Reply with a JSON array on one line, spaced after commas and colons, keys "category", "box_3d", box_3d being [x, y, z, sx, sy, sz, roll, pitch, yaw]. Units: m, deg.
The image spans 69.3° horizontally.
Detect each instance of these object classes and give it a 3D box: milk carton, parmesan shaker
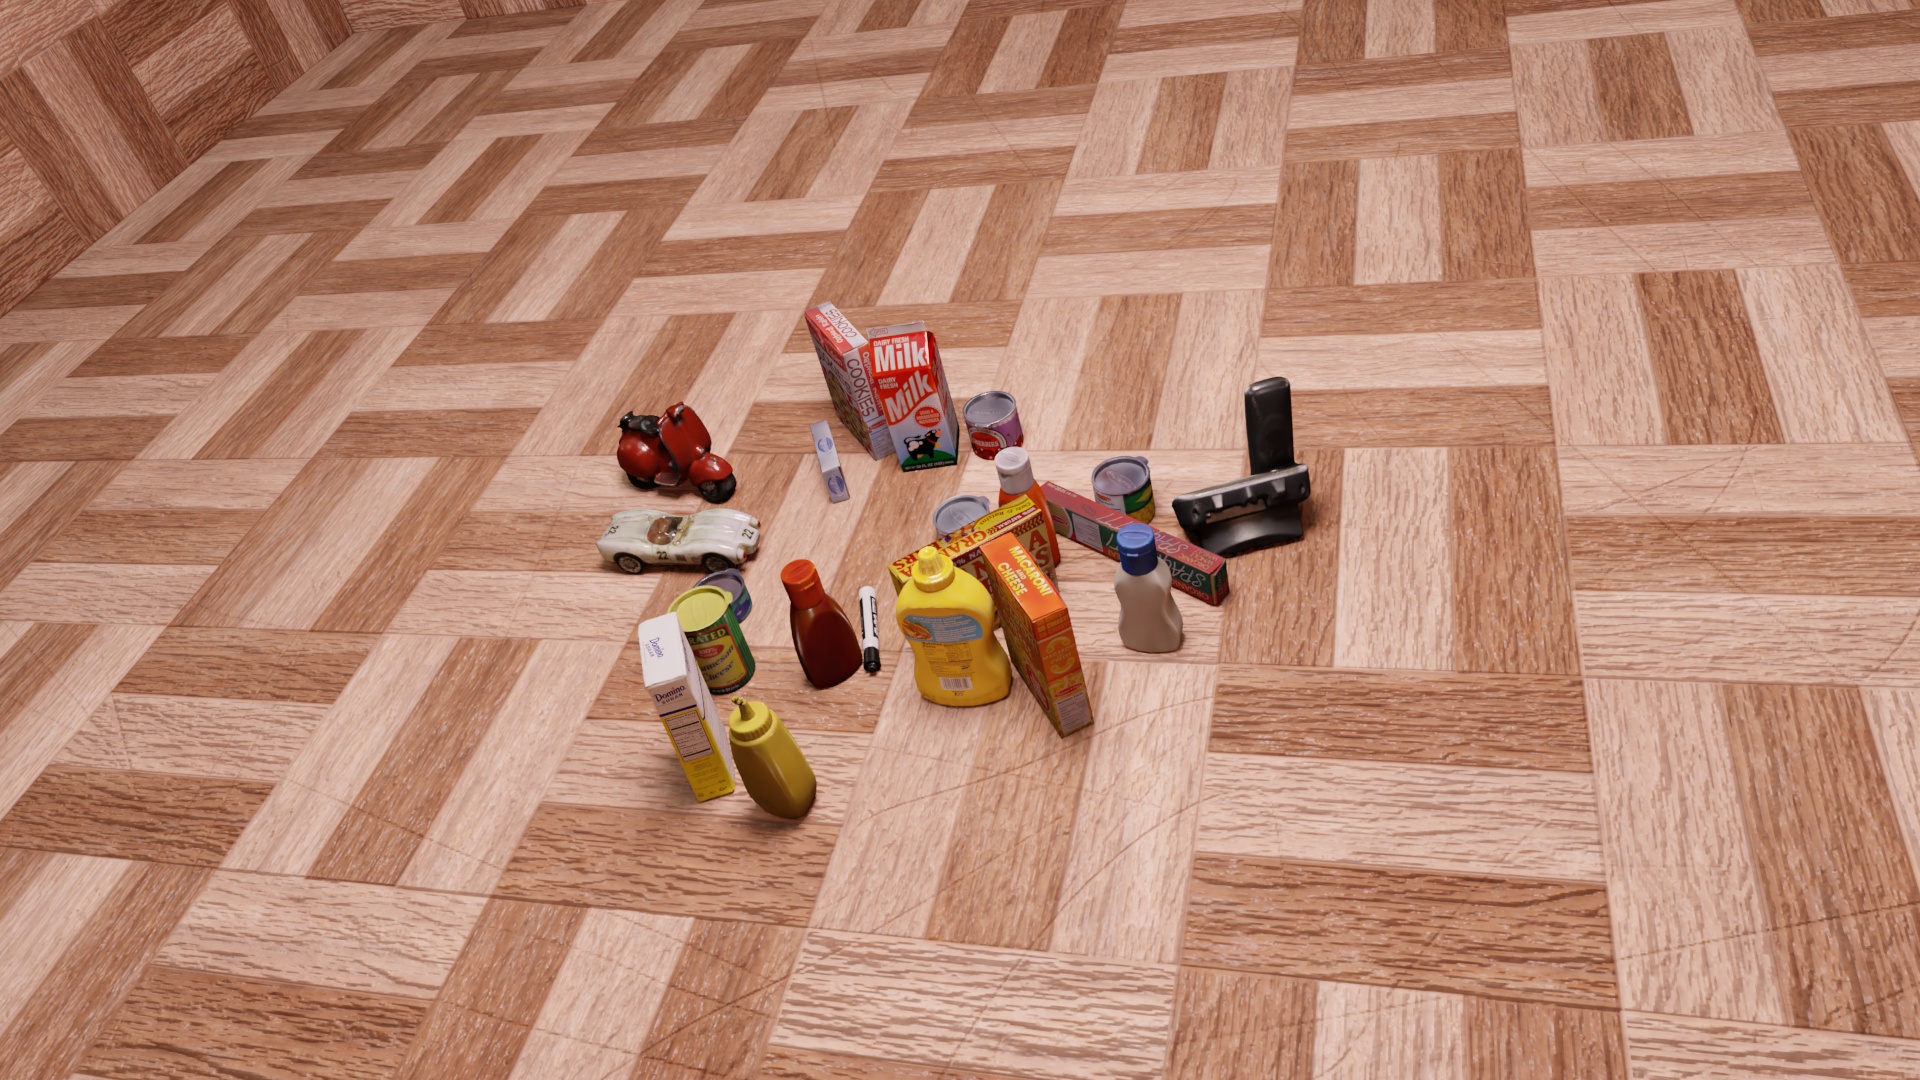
[{"category": "milk carton", "box_3d": [-0.056, -0.180, 1.669, 0.072, 0.189, 0.074, -7, 41, 10]}, {"category": "parmesan shaker", "box_3d": [-0.261, 0.106, 1.476, 0.071, 0.102, 0.072, -9, 41, 8]}]

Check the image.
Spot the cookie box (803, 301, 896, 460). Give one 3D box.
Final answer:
[{"category": "cookie box", "box_3d": [-0.136, -0.199, 1.731, 0.040, 0.166, 0.123, -27, 42, -13]}]

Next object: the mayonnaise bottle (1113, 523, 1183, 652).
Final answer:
[{"category": "mayonnaise bottle", "box_3d": [0.182, 0.048, 1.374, 0.065, 0.147, 0.041, 2, 44, 20]}]

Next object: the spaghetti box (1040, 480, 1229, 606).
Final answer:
[{"category": "spaghetti box", "box_3d": [0.181, 0.001, 1.501, 0.250, 0.050, 0.029, 26, 56, 38]}]

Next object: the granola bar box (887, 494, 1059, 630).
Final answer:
[{"category": "granola bar box", "box_3d": [0.018, 0.041, 1.449, 0.166, 0.123, 0.039, -28, 42, -14]}]

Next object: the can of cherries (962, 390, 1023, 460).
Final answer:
[{"category": "can of cherries", "box_3d": [0.039, -0.139, 1.694, 0.071, 0.058, 0.072, -9, 41, 8]}]

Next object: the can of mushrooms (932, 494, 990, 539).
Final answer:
[{"category": "can of mushrooms", "box_3d": [0.006, -0.020, 1.590, 0.071, 0.033, 0.071, -9, 41, 8]}]

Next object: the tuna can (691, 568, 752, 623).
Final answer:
[{"category": "tuna can", "box_3d": [-0.271, 0.067, 1.577, 0.071, 0.032, 0.071, -9, 41, 8]}]

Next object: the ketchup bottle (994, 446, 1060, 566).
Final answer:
[{"category": "ketchup bottle", "box_3d": [0.068, -0.034, 1.499, 0.044, 0.148, 0.065, -40, 46, -26]}]

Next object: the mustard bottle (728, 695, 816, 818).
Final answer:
[{"category": "mustard bottle", "box_3d": [-0.183, 0.197, 1.307, 0.065, 0.159, 0.049, 9, 46, 26]}]

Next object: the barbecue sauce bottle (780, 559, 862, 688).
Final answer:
[{"category": "barbecue sauce bottle", "box_3d": [-0.147, 0.084, 1.432, 0.065, 0.147, 0.044, -33, 44, -19]}]

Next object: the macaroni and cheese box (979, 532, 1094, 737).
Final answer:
[{"category": "macaroni and cheese box", "box_3d": [0.075, 0.091, 1.344, 0.040, 0.165, 0.124, -24, 41, -10]}]

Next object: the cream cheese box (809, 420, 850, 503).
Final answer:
[{"category": "cream cheese box", "box_3d": [-0.161, -0.097, 1.713, 0.024, 0.053, 0.104, -18, 41, -3]}]

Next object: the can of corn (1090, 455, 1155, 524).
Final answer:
[{"category": "can of corn", "box_3d": [0.184, -0.053, 1.554, 0.071, 0.058, 0.071, -9, 41, 8]}]
